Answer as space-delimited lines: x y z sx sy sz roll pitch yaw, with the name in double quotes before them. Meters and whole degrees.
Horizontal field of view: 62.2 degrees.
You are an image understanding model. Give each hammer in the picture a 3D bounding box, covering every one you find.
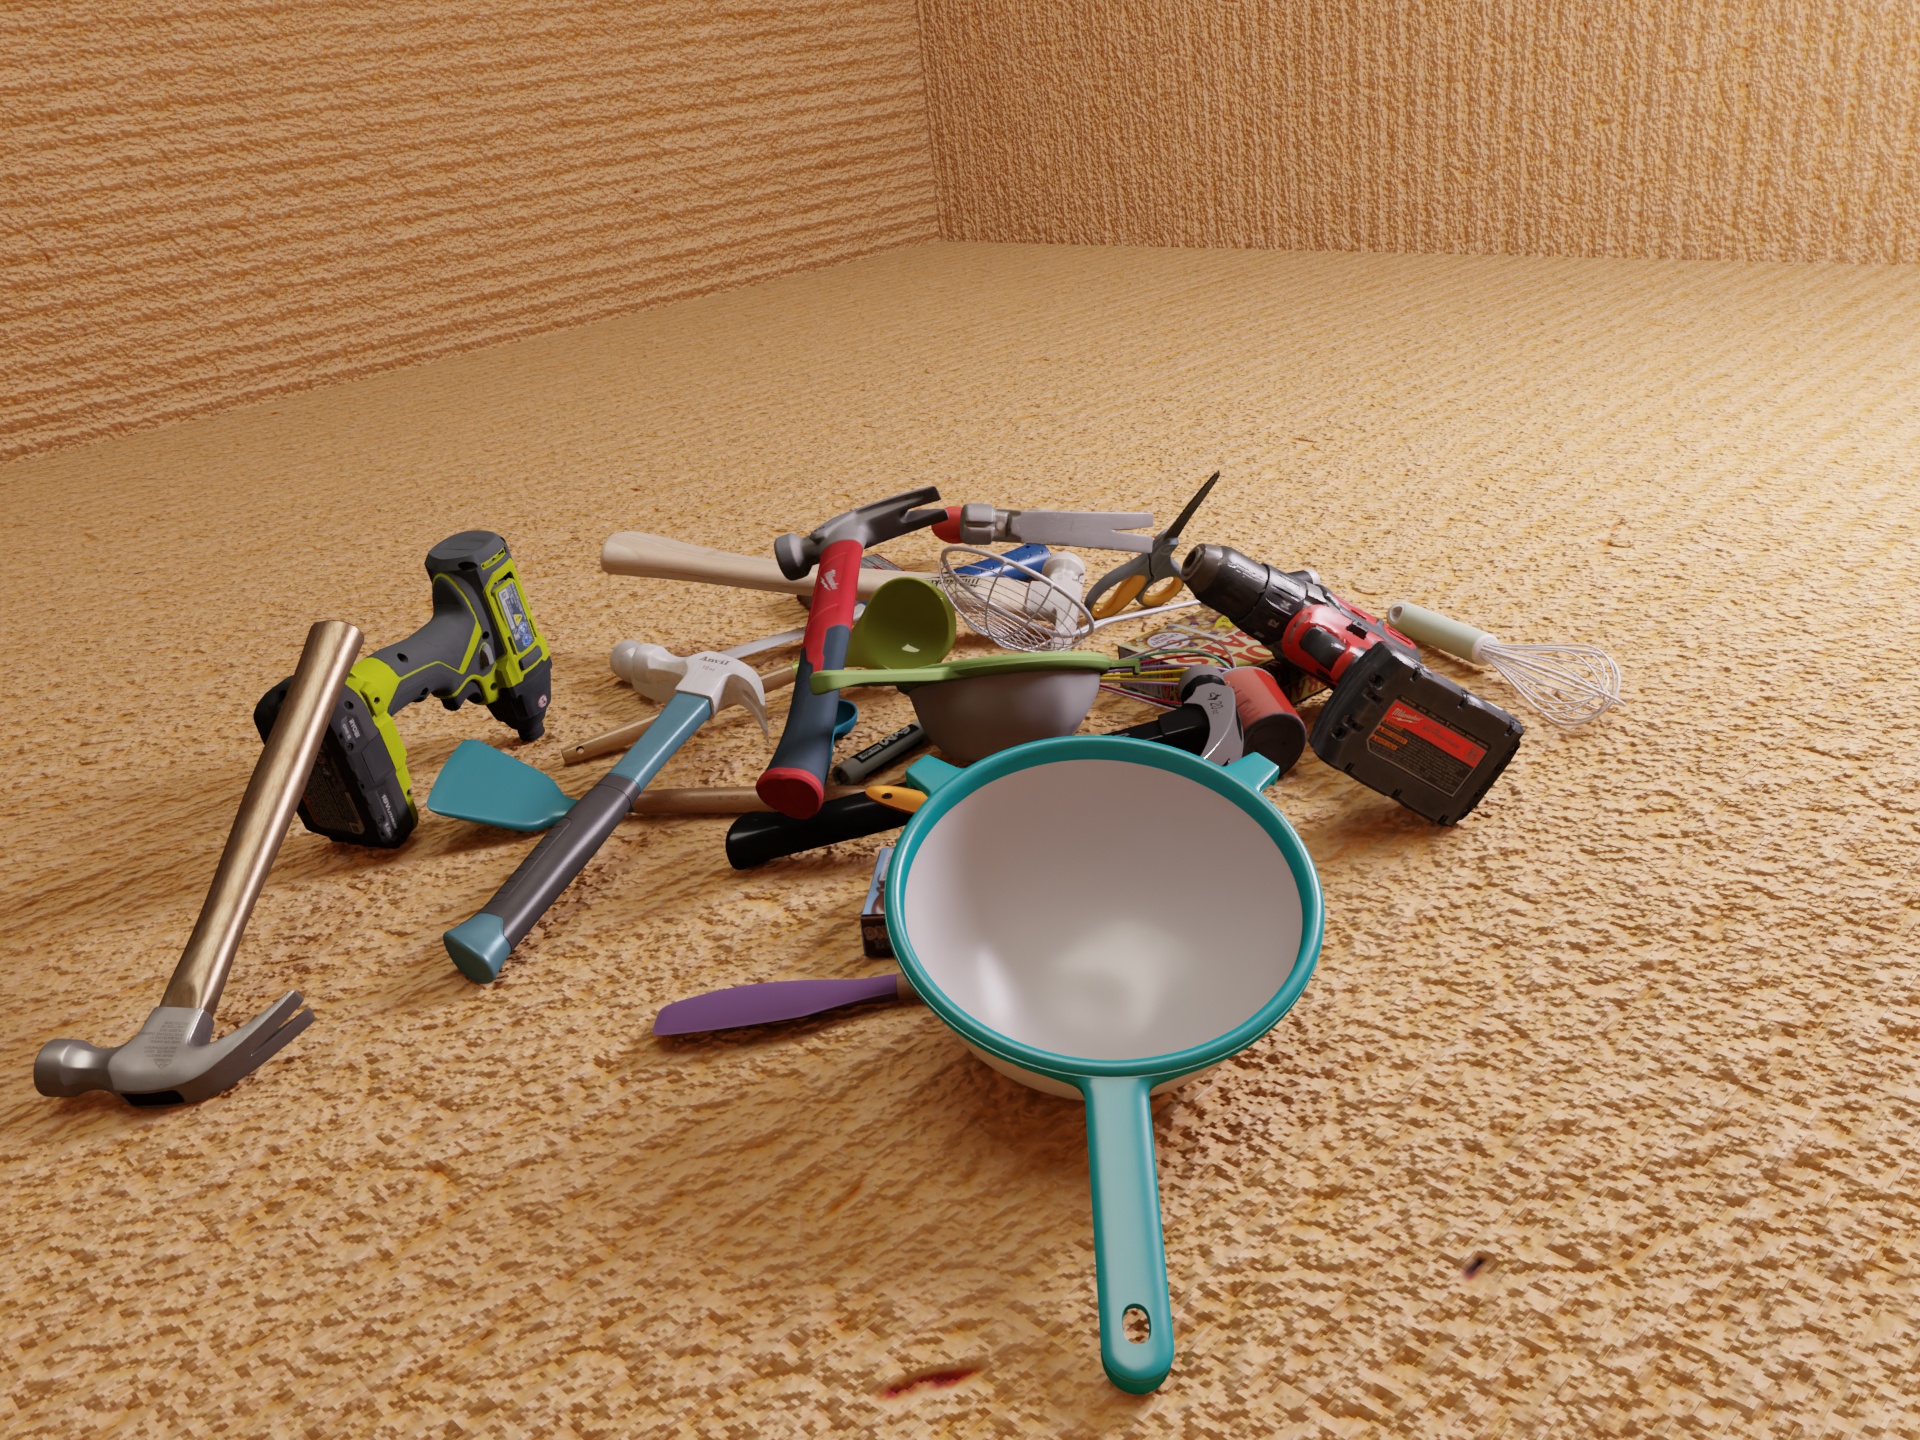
"hammer" -0.083 -0.059 1.138 0.143 0.038 0.387 -18 30 12
"hammer" -0.417 0.071 0.944 0.130 0.031 0.332 2 52 5
"hammer" -0.104 -0.112 1.341 0.410 0.038 0.146 7 34 6
"hammer" 0.013 0.043 0.999 0.335 0.035 0.146 -14 23 7
"hammer" 0.042 -0.166 1.366 0.149 0.036 0.359 1 7 -11
"hammer" -0.091 -0.088 1.383 0.405 0.035 0.144 -20 27 -27
"hammer" -0.232 0.051 1.049 0.128 0.033 0.331 11 38 18

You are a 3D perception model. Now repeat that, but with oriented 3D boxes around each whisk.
"whisk" 0.108 -0.031 1.168 0.245 0.051 0.047 0 40 44
"whisk" 0.392 -0.050 1.170 0.059 0.058 0.246 21 8 -27

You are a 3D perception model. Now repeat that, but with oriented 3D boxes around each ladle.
"ladle" -0.153 -0.030 1.225 0.320 0.078 0.062 -21 -7 -12

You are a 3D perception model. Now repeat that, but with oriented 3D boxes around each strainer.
"strainer" 0.069 0.157 0.748 0.211 0.095 0.341 -1 45 1
"strainer" -0.002 -0.003 1.062 0.151 0.069 0.256 -9 -4 41

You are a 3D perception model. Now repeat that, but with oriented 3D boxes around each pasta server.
"pasta server" 0.129 0.079 0.941 0.060 0.040 0.316 -10 24 -7

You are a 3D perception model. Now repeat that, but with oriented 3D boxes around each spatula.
"spatula" -0.009 0.142 0.869 0.316 0.018 0.060 -7 12 0
"spatula" -0.202 0.048 1.097 0.317 0.044 0.082 -2 35 8

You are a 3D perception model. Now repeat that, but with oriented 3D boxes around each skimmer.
"skimmer" 0.150 -0.116 1.266 0.363 0.090 0.127 -12 11 -32

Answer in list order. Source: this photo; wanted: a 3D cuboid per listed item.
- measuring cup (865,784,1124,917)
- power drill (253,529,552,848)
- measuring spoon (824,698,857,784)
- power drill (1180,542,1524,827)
"measuring cup" 0.019 0.081 0.929 0.174 0.052 0.095 16 36 26
"power drill" -0.385 -0.014 1.154 0.080 0.171 0.223 5 35 25
"measuring spoon" -0.100 0.027 1.160 0.042 0.021 0.129 -3 33 7
"power drill" 0.246 -0.038 1.043 0.187 0.080 0.227 27 17 -17
